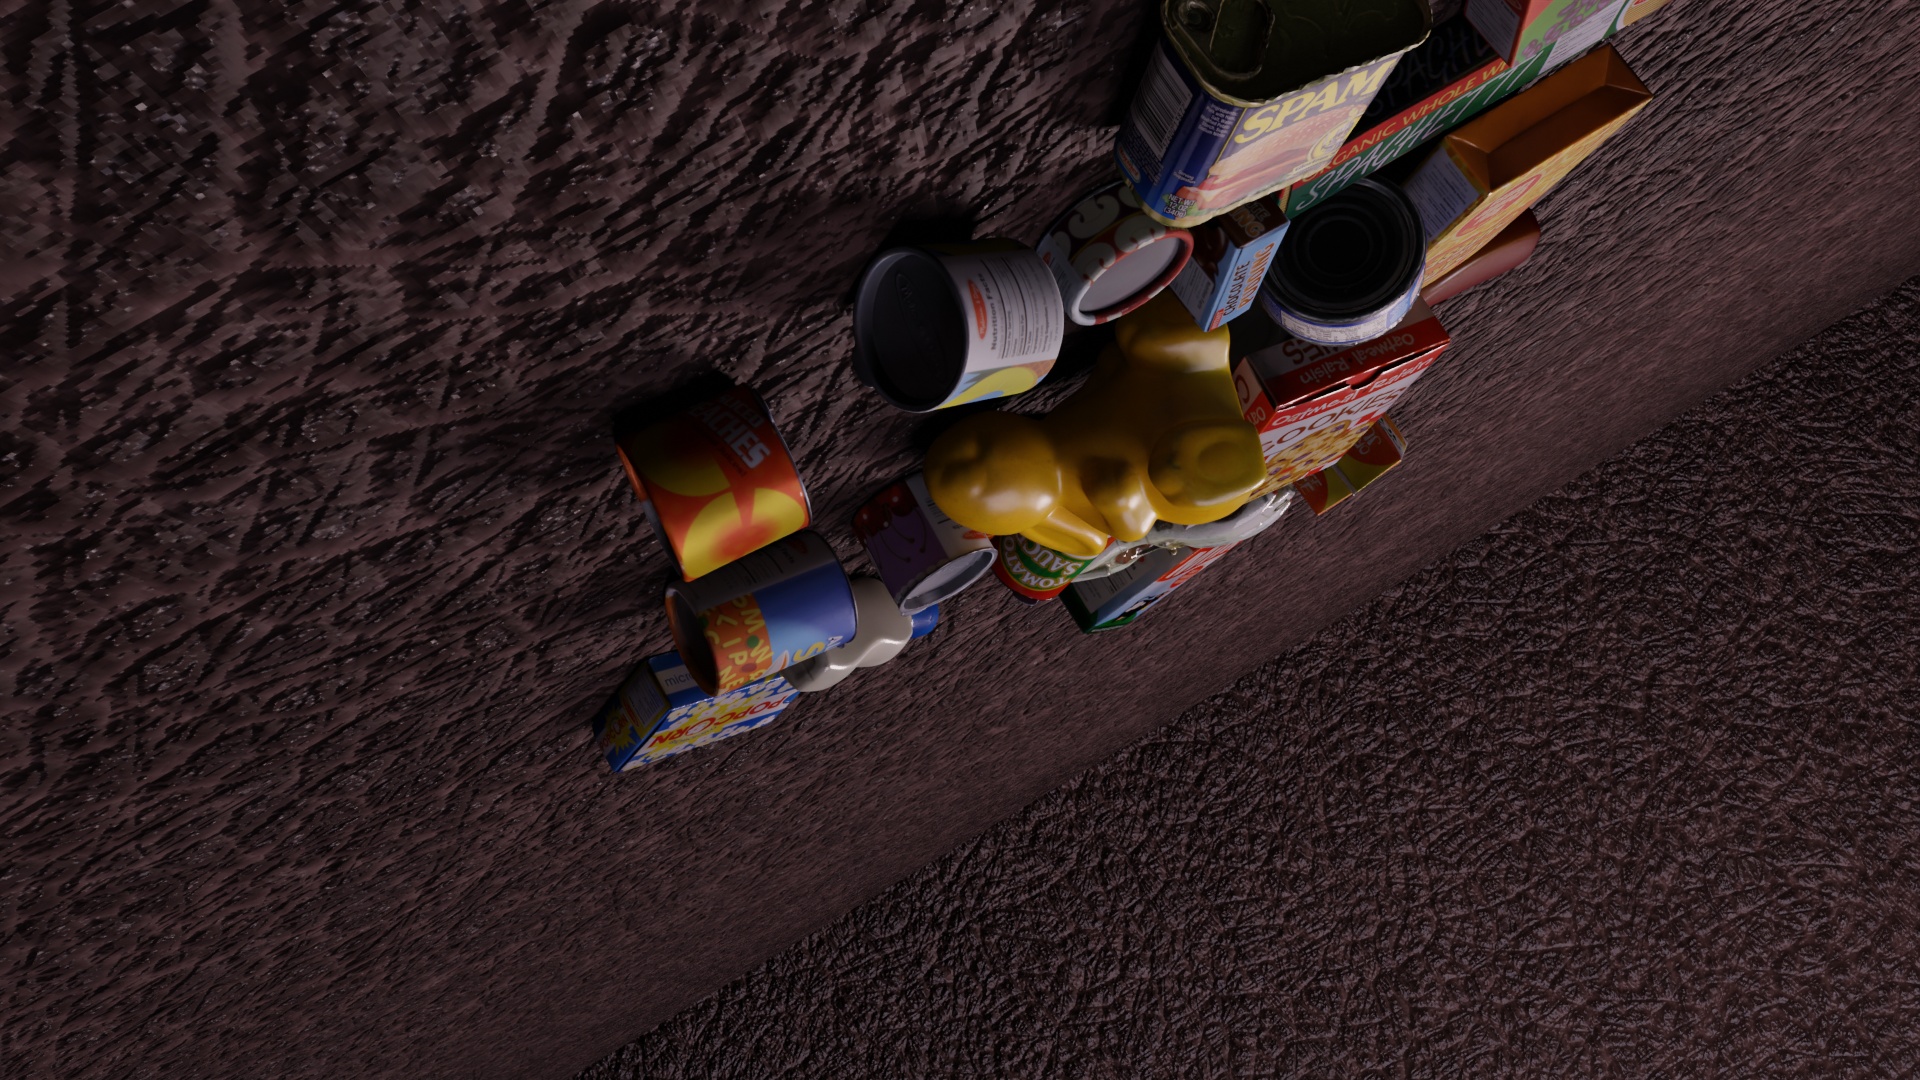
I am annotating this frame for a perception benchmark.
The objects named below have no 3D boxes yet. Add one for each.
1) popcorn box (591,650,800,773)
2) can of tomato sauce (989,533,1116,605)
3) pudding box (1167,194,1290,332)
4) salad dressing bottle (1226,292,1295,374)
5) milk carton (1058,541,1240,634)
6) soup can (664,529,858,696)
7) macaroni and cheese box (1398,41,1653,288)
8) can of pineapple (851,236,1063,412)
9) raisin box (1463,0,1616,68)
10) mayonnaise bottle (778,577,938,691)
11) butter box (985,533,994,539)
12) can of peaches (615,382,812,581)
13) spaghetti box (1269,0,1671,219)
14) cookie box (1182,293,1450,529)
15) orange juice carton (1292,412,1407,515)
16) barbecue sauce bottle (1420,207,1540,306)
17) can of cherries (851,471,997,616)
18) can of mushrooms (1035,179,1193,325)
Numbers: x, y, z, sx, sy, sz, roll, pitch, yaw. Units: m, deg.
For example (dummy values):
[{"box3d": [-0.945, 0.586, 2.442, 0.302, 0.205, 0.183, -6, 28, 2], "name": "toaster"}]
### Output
[{"box3d": [-0.158, 0.097, 0.880, 0.127, 0.038, 0.084, -13, 155, -46], "name": "popcorn box"}, {"box3d": [0.063, -0.008, 0.909, 0.071, 0.071, 0.082, -15, 156, -44], "name": "can of tomato sauce"}, {"box3d": [0.120, -0.140, 0.654, 0.030, 0.050, 0.083, -29, 164, -11], "name": "pudding box"}, {"box3d": [0.189, -0.115, 0.864, 0.064, 0.044, 0.147, -46, 161, 12], "name": "salad dressing bottle"}, {"box3d": [0.161, -0.010, 1.072, 0.190, 0.073, 0.072, -39, 162, 25], "name": "milk carton"}, {"box3d": [-0.107, 0.041, 0.747, 0.084, 0.071, 0.071, -22, 161, -27], "name": "soup can"}, {"box3d": [0.278, -0.187, 0.766, 0.124, 0.040, 0.166, -31, 171, -18], "name": "macaroni and cheese box"}, {"box3d": [-0.002, -0.088, 0.562, 0.058, 0.071, 0.070, -16, 158, -43], "name": "can of pineapple"}, {"box3d": [0.258, -0.259, 0.567, 0.086, 0.040, 0.123, -33, 165, 7], "name": "raisin box"}, {"box3d": [-0.065, 0.054, 0.879, 0.041, 0.065, 0.148, -40, 165, 26], "name": "mayonnaise bottle"}, {"box3d": [0.003, -0.011, 0.873, 0.103, 0.024, 0.053, -42, 162, 33], "name": "butter box"}, {"box3d": [-0.102, -0.025, 0.569, 0.058, 0.071, 0.071, -26, 163, -14], "name": "can of peaches"}, {"box3d": [0.249, -0.229, 0.657, 0.250, 0.029, 0.050, -30, 164, -4], "name": "spaghetti box"}, {"box3d": [0.202, -0.074, 0.839, 0.123, 0.040, 0.166, -22, 163, -18], "name": "cookie box"}, {"box3d": [0.279, -0.073, 1.033, 0.073, 0.072, 0.193, -37, 175, 21], "name": "orange juice carton"}, {"box3d": [0.295, -0.171, 0.888, 0.149, 0.044, 0.064, -25, 170, -17], "name": "barbecue sauce bottle"}, {"box3d": [-0.023, 0.002, 0.802, 0.071, 0.058, 0.071, -29, 165, -9], "name": "can of cherries"}, {"box3d": [0.071, -0.130, 0.624, 0.071, 0.033, 0.071, -28, 163, -9], "name": "can of mushrooms"}]
